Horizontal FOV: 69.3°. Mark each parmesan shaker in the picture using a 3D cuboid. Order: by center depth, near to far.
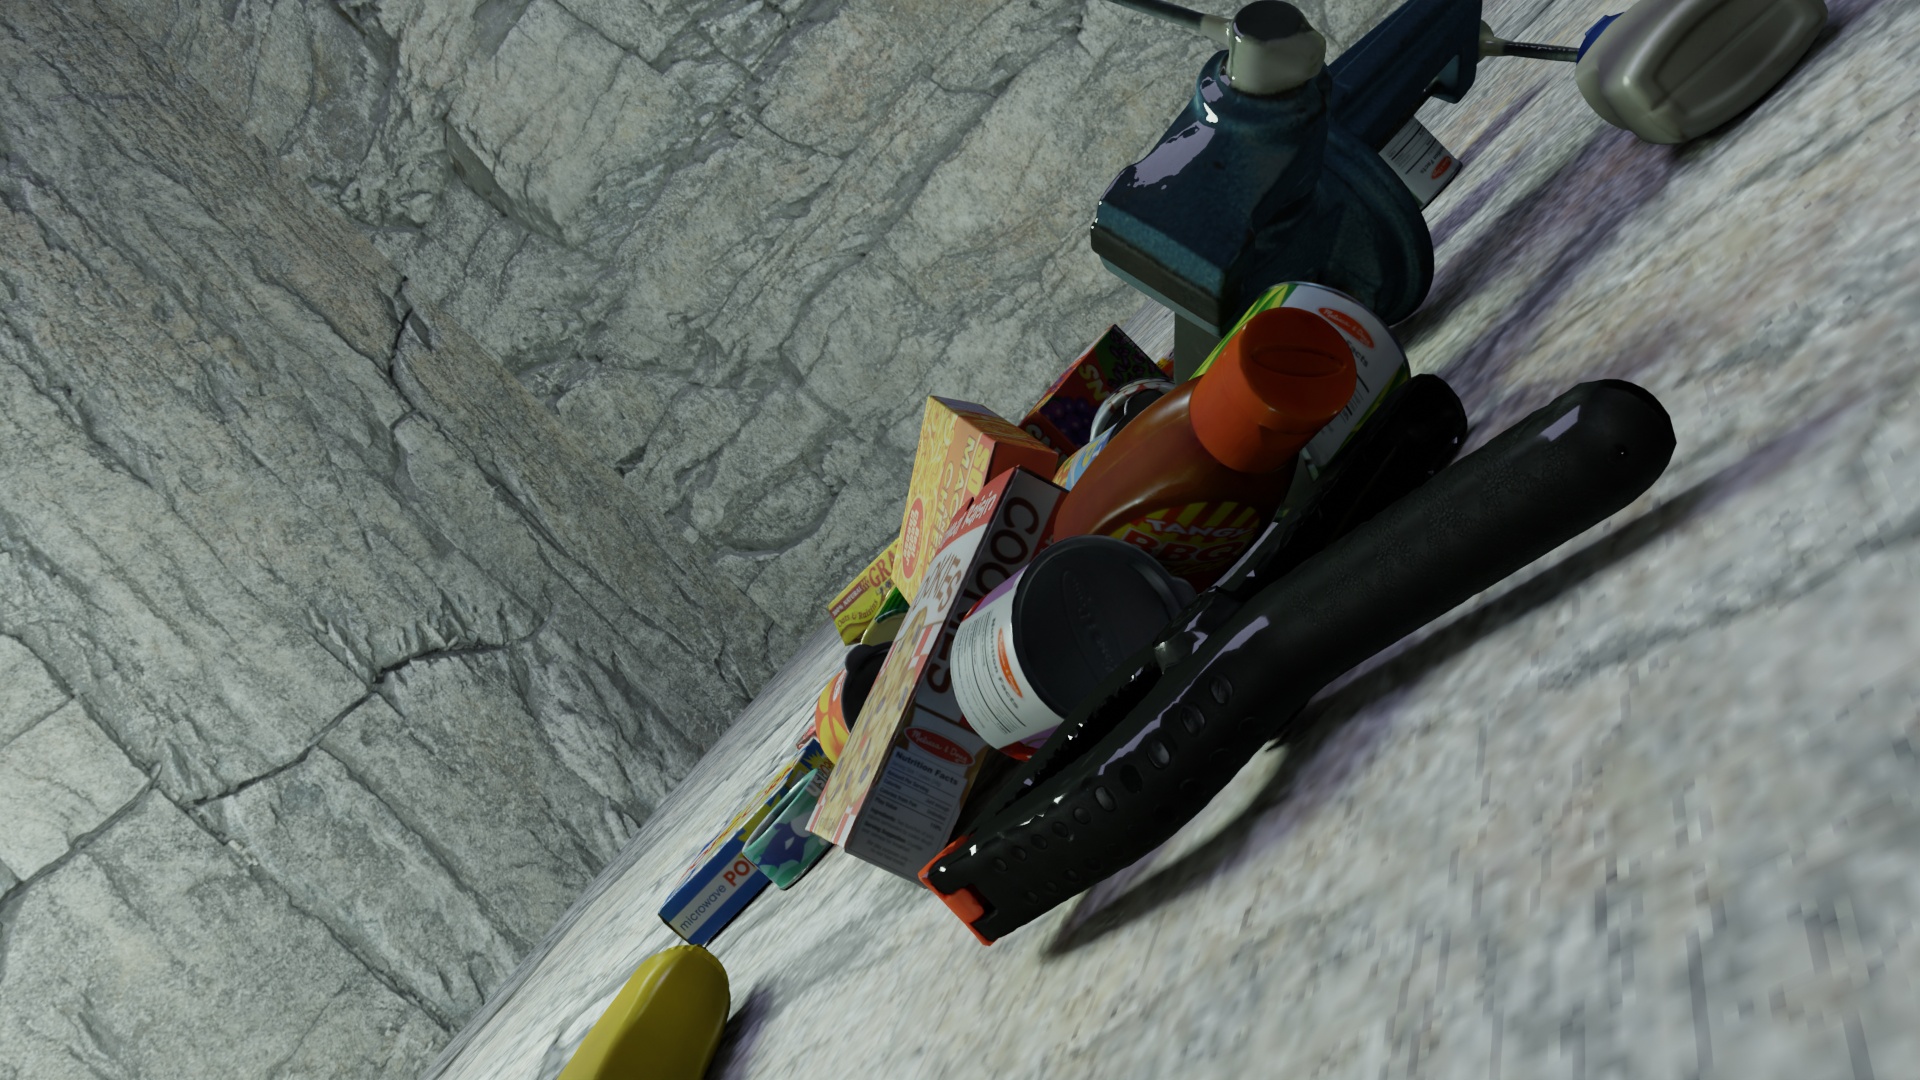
[{"bbox_3d":[-0.025,0.065,0.907,0.071,0.071,0.103,-46,4,12],"label":"parmesan shaker"}]

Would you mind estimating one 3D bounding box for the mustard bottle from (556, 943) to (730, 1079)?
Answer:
[{"bbox_3d":[-0.130,0.213,0.592,0.065,0.049,0.161,-45,3,14],"label":"mustard bottle"}]

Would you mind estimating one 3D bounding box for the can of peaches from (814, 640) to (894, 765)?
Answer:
[{"bbox_3d":[-0.041,0.090,0.744,0.071,0.071,0.058,-48,3,-27],"label":"can of peaches"}]

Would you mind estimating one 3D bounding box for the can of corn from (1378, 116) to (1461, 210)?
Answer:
[{"bbox_3d":[0.261,-0.227,0.856,0.071,0.058,0.071,-46,4,4],"label":"can of corn"}]

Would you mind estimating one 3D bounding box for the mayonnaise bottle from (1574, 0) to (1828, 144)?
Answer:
[{"bbox_3d":[0.257,-0.177,0.504,0.064,0.041,0.149,-43,3,22],"label":"mayonnaise bottle"}]

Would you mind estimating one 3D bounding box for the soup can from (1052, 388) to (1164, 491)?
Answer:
[{"bbox_3d":[0.079,-0.022,0.601,0.071,0.071,0.083,-47,3,-15],"label":"soup can"}]

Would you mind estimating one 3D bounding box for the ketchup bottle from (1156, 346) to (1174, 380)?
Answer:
[{"bbox_3d":[0.145,-0.103,0.943,0.148,0.043,0.065,-44,0,36],"label":"ketchup bottle"}]

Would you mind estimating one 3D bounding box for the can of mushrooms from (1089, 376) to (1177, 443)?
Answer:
[{"bbox_3d":[0.100,-0.048,0.699,0.071,0.071,0.033,-46,3,14],"label":"can of mushrooms"}]

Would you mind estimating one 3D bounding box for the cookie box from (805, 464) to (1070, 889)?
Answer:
[{"bbox_3d":[-0.009,0.058,0.597,0.168,0.040,0.122,-65,8,-13],"label":"cookie box"}]

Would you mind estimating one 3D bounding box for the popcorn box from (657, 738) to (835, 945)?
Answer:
[{"bbox_3d":[-0.131,0.193,0.893,0.126,0.038,0.085,-45,3,13],"label":"popcorn box"}]

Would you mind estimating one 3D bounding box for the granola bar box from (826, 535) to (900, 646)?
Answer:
[{"bbox_3d":[-0.009,0.018,1.055,0.124,0.039,0.164,-14,-20,-41],"label":"granola bar box"}]

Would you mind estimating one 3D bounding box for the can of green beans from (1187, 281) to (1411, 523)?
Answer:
[{"bbox_3d":[0.116,-0.048,0.494,0.058,0.071,0.071,-48,4,-24],"label":"can of green beans"}]

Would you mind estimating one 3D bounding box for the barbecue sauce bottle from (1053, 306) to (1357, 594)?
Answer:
[{"bbox_3d":[0.078,-0.023,0.450,0.148,0.065,0.044,119,153,-65],"label":"barbecue sauce bottle"}]

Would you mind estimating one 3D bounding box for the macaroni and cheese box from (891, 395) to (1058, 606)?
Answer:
[{"bbox_3d":[0.003,-0.010,0.808,0.167,0.040,0.123,-133,54,-71],"label":"macaroni and cheese box"}]

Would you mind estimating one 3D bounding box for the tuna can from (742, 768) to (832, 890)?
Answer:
[{"bbox_3d":[-0.091,0.165,0.803,0.071,0.033,0.071,-47,3,4],"label":"tuna can"}]

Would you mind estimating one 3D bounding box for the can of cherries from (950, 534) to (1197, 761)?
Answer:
[{"bbox_3d":[0.039,0.038,0.467,0.072,0.071,0.058,-48,3,-28],"label":"can of cherries"}]

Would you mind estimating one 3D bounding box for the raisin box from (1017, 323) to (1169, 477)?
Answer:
[{"bbox_3d":[0.091,-0.071,0.872,0.040,0.086,0.124,-41,6,43],"label":"raisin box"}]
